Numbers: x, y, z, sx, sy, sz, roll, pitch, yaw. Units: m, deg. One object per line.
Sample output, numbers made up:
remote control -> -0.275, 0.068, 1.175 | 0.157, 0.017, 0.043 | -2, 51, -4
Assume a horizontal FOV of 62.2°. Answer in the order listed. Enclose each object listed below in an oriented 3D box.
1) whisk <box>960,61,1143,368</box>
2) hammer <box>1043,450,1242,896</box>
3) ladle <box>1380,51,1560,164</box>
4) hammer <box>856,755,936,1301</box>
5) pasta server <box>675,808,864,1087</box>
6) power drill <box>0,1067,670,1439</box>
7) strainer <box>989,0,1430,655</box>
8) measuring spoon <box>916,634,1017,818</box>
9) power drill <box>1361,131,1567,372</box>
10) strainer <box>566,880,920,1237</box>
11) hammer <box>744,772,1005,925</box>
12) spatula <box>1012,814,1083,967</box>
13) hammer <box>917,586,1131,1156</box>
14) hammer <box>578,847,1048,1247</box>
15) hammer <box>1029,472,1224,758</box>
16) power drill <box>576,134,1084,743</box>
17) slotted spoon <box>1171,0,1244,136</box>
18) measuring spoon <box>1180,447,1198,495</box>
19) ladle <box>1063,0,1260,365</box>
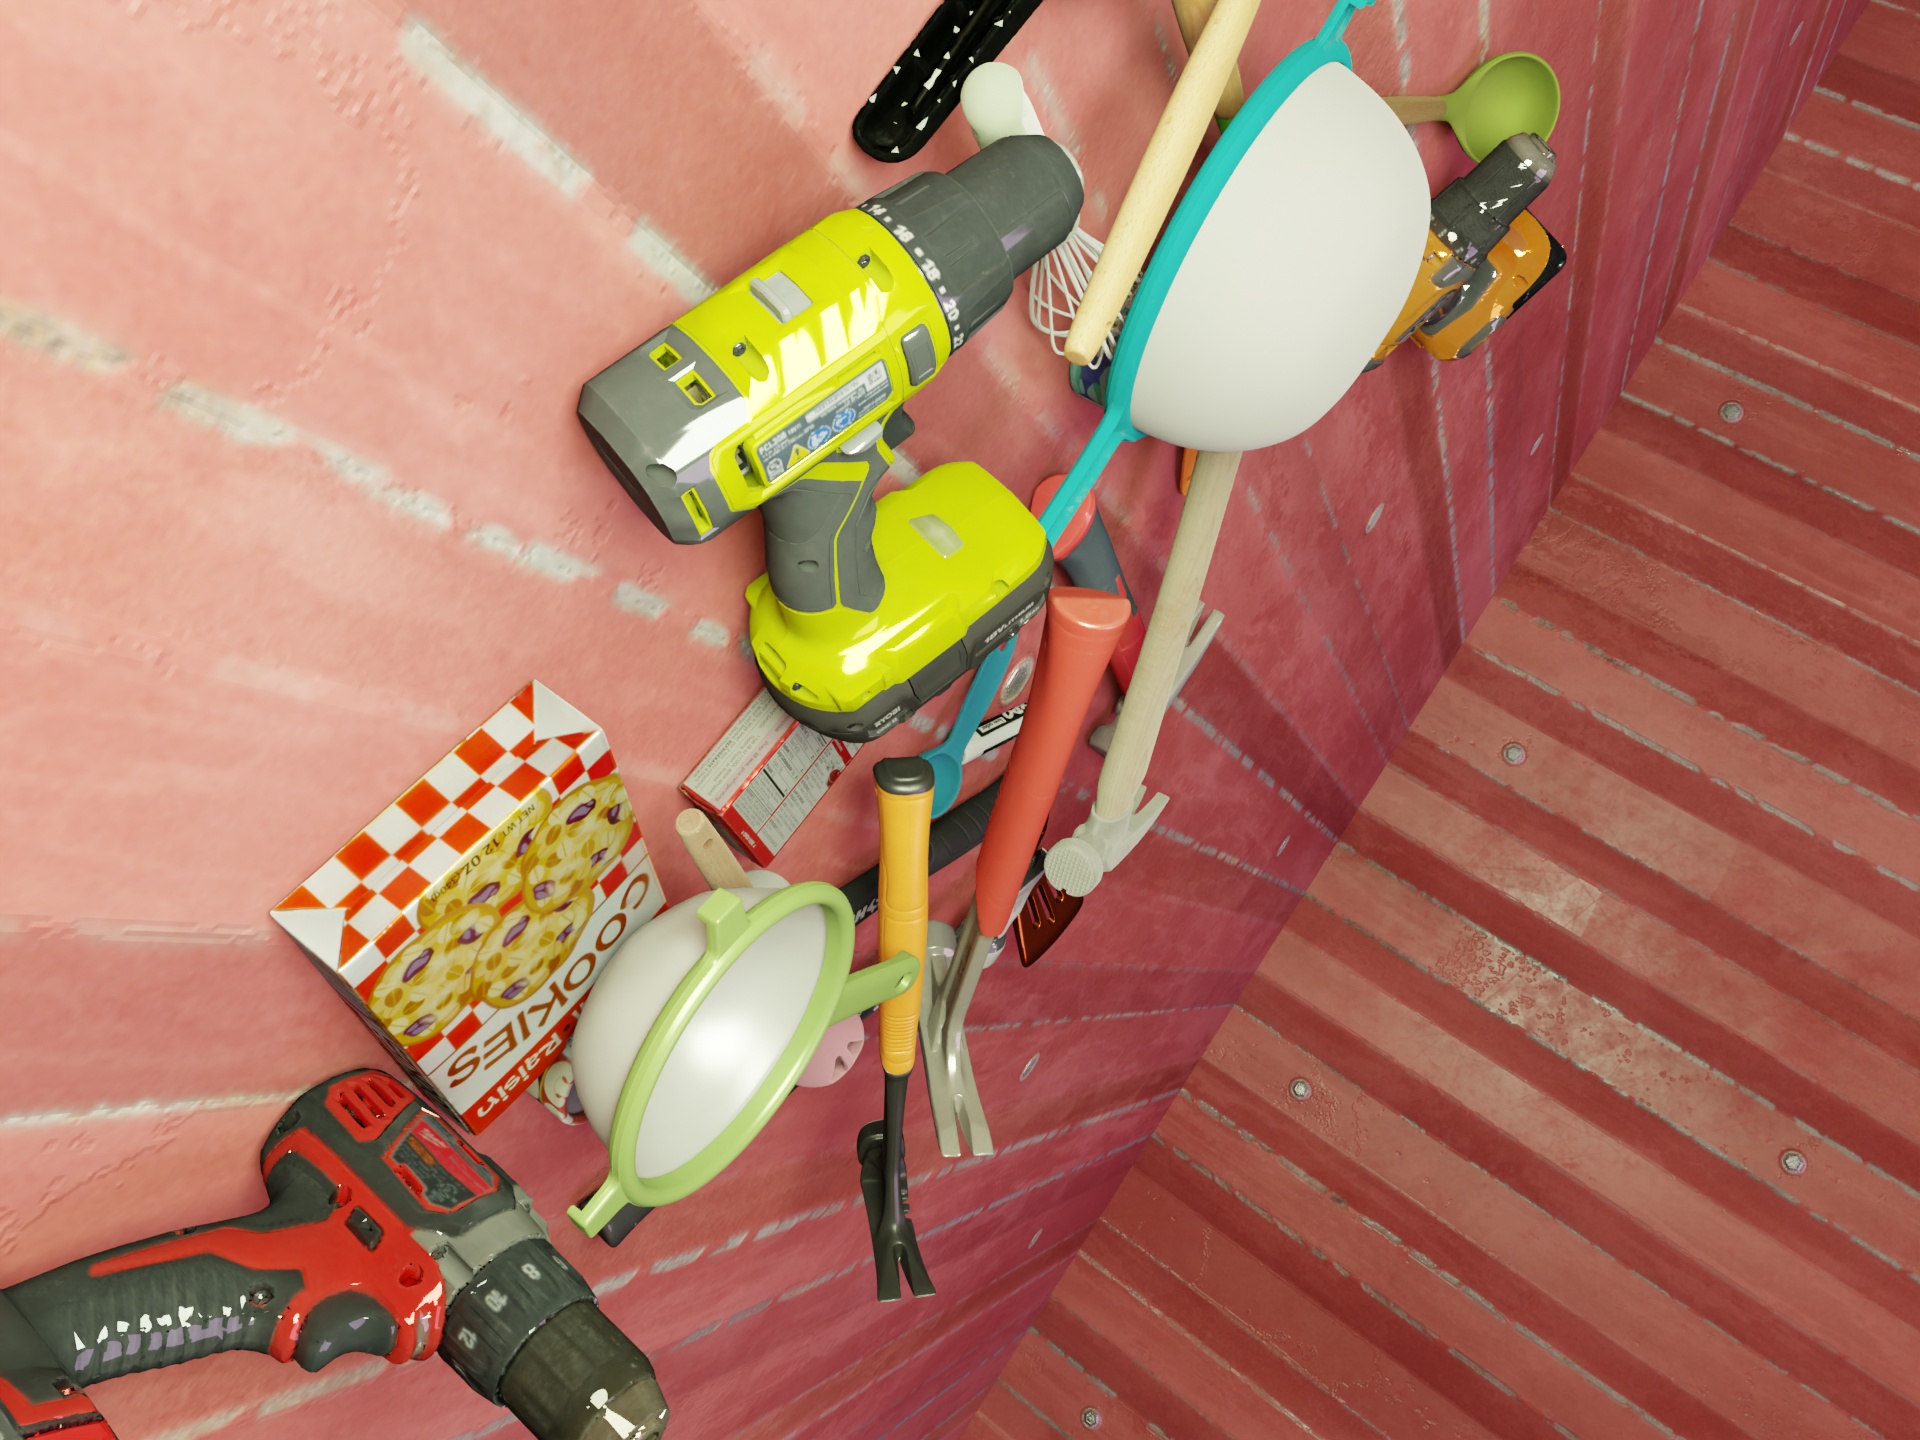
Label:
whisk -> 0.040, -0.205, 0.663 | 0.246, 0.059, 0.058 | 24, 58, -74
hammer -> 0.142, -0.084, 1.010 | 0.146, 0.038, 0.410 | -37, 146, -54
ladle -> 0.308, -0.390, 1.022 | 0.320, 0.062, 0.078 | -28, 135, -49
hammer -> -0.035, 0.170, 0.892 | 0.034, 0.127, 0.336 | -3, 122, -10
pasta server -> -0.095, 0.120, 0.798 | 0.060, 0.040, 0.316 | -51, 154, -20
power drill -> -0.223, 0.213, 0.516 | 0.226, 0.188, 0.080 | -14, 133, -56
strainer -> 0.129, -0.157, 0.764 | 0.340, 0.095, 0.211 | -57, 168, -8
measuring spoon -> -0.001, -0.003, 0.943 | 0.042, 0.021, 0.128 | 35, 78, -47
power drill -> 0.359, -0.331, 1.128 | 0.185, 0.084, 0.226 | -45, 167, 33
strainer -> -0.094, 0.121, 0.718 | 0.151, 0.069, 0.256 | -66, 161, 10
hammer -> -0.039, 0.097, 0.971 | 0.335, 0.035, 0.146 | -30, 146, -51
spatula -> 0.065, 0.067, 1.153 | 0.081, 0.041, 0.322 | -44, 155, -29
hammer -> 0.025, 0.077, 0.821 | 0.036, 0.149, 0.358 | 0, 137, -15
hammer -> -0.077, 0.197, 1.006 | 0.409, 0.036, 0.149 | -33, 160, -44
hammer -> 0.110, -0.080, 1.046 | 0.143, 0.038, 0.386 | -56, 160, -7
power drill -> -0.027, -0.102, 0.612 | 0.190, 0.080, 0.228 | -38, 155, -11
slotted spoon -> 0.118, -0.290, 0.726 | 0.070, 0.031, 0.313 | -64, 164, 5
measuring spoon -> 0.147, -0.179, 1.031 | 0.021, 0.011, 0.116 | -51, 162, -14
ladle -> 0.105, -0.269, 0.624 | 0.315, 0.031, 0.069 | -65, 158, -17
